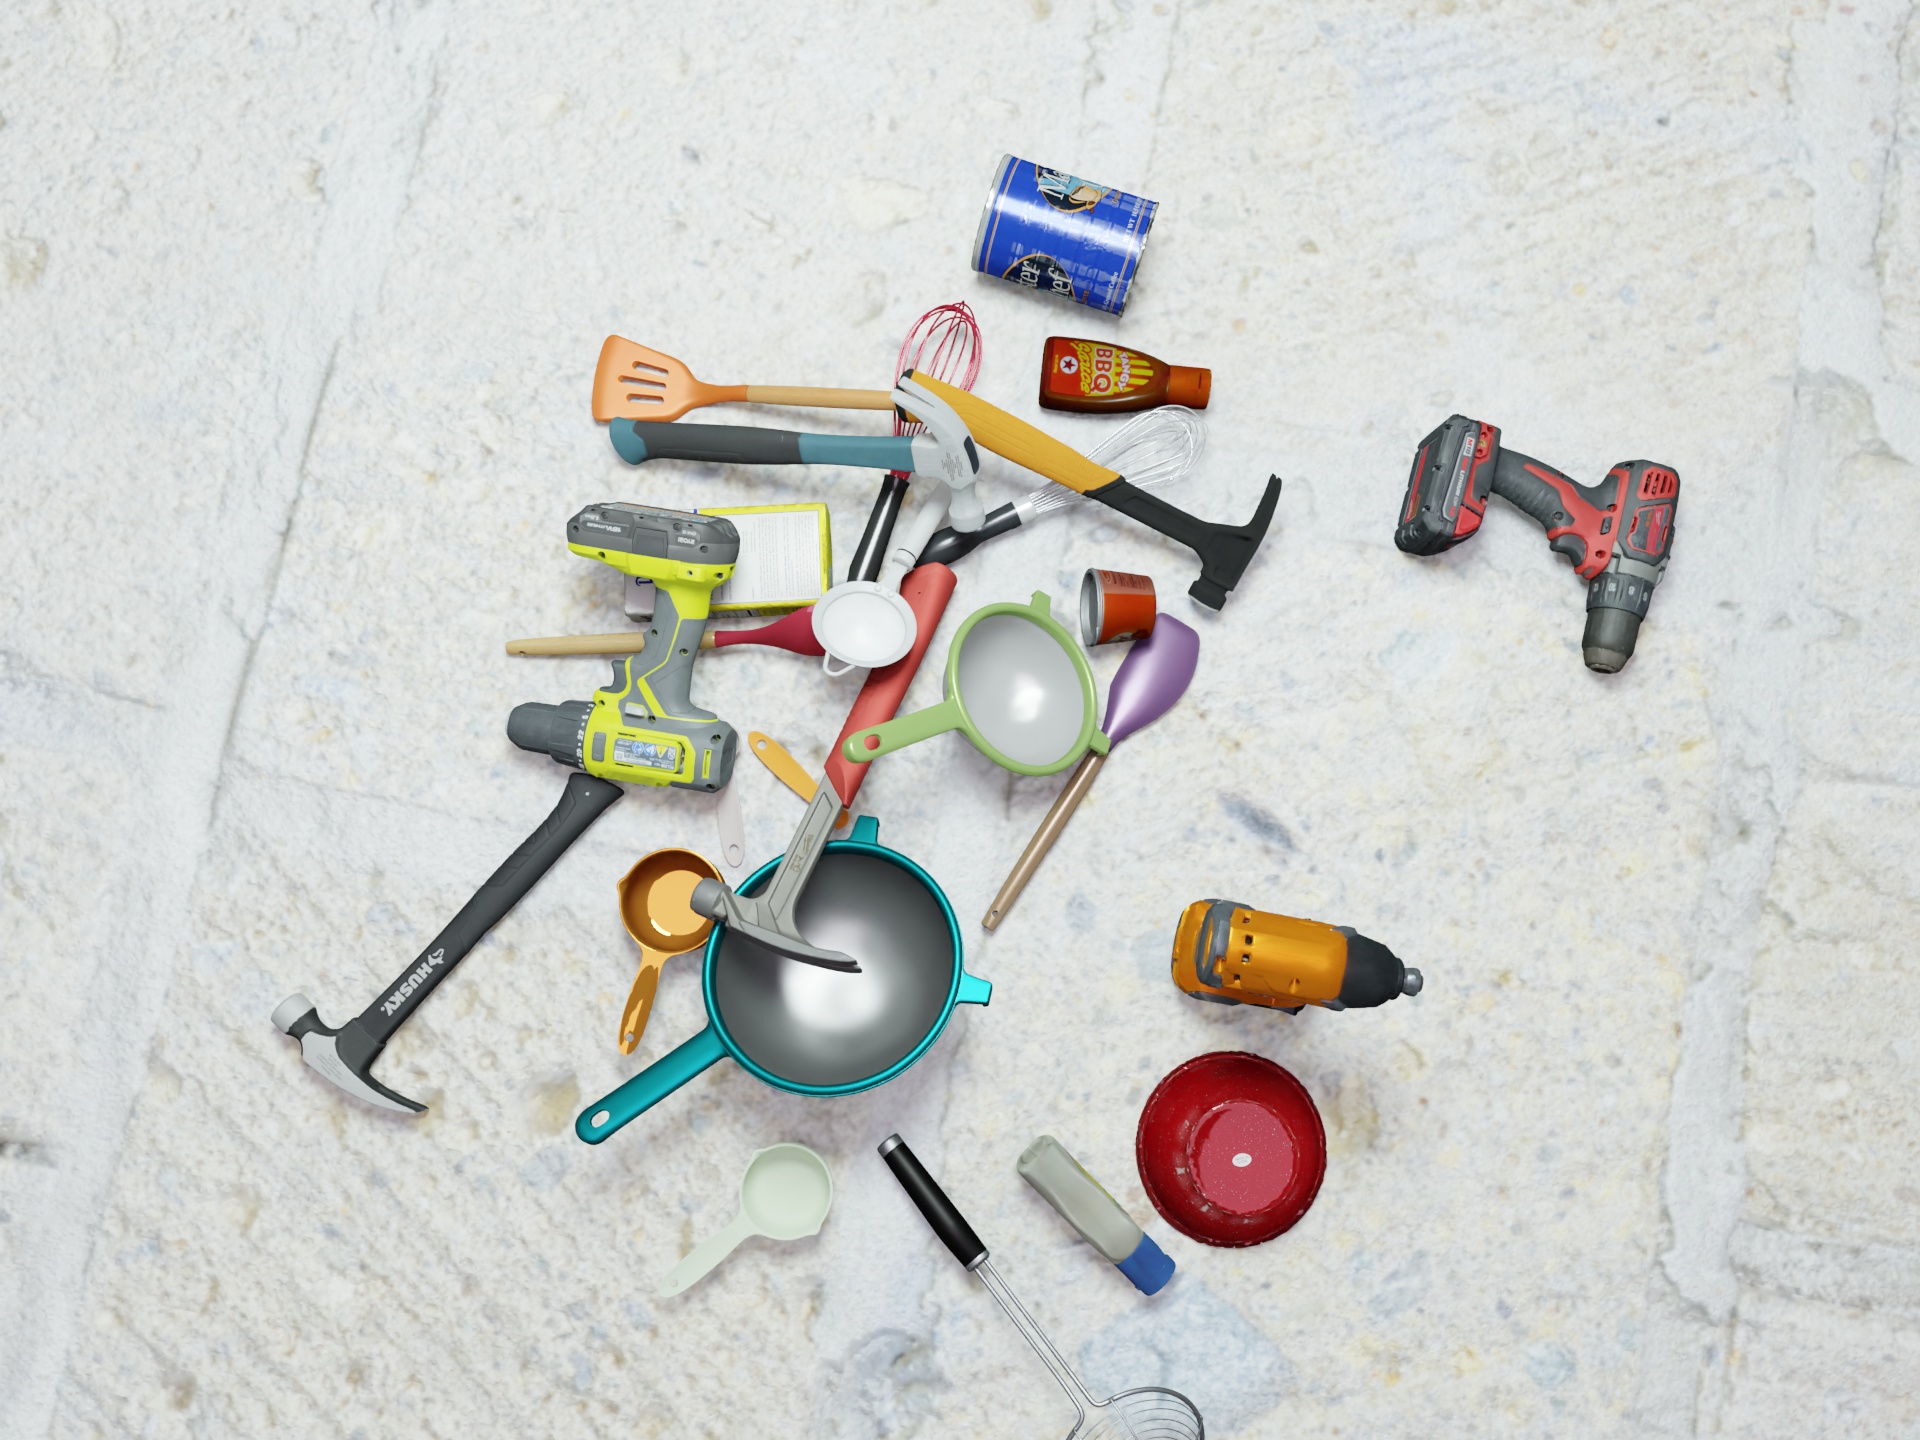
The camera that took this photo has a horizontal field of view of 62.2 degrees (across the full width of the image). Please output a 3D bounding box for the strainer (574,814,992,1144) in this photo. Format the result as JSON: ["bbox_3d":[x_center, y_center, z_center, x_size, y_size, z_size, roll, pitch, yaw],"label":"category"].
[{"bbox_3d":[-0.149,0.245,1.285,0.340,0.095,0.211,-33,64,-7],"label":"strainer"}]

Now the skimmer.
[{"bbox_3d":[0.055,0.489,1.297,0.127,0.090,0.363,-40,74,-3],"label":"skimmer"}]

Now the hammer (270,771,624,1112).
[{"bbox_3d":[-0.406,0.175,1.330,0.146,0.035,0.335,42,83,5],"label":"hammer"}]

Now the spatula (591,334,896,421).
[{"bbox_3d":[-0.164,-0.284,1.374,0.322,0.041,0.081,6,81,17],"label":"spatula"}]

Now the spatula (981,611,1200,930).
[{"bbox_3d":[0.110,0.046,1.365,0.060,0.018,0.316,33,82,8],"label":"spatula"}]

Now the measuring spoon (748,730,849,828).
[{"bbox_3d":[-0.139,0.051,1.366,0.117,0.011,0.021,43,84,8],"label":"measuring spoon"}]

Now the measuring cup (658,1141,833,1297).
[{"bbox_3d":[-0.176,0.412,1.300,0.167,0.038,0.083,-39,84,-4],"label":"measuring cup"}]

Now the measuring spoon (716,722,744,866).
[{"bbox_3d":[-0.198,0.063,1.362,0.034,0.018,0.124,-6,89,5],"label":"measuring spoon"}]

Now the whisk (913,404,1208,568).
[{"bbox_3d":[0.085,-0.197,1.382,0.284,0.070,0.070,-25,83,0],"label":"whisk"}]

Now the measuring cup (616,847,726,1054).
[{"bbox_3d":[-0.249,0.191,1.323,0.095,0.052,0.174,17,84,1],"label":"measuring cup"}]

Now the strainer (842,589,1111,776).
[{"bbox_3d":[-0.002,-0.004,1.307,0.256,0.069,0.151,-20,85,-36],"label":"strainer"}]

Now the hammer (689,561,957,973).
[{"bbox_3d":[-0.079,0.026,1.311,0.149,0.036,0.359,19,68,17],"label":"hammer"}]

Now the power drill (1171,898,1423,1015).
[{"bbox_3d":[0.254,0.188,1.242,0.164,0.226,0.084,11,82,0],"label":"power drill"}]

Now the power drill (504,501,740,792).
[{"bbox_3d":[-0.275,-0.060,1.313,0.190,0.080,0.228,9,102,6],"label":"power drill"}]

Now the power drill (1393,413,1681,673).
[{"bbox_3d":[0.499,-0.154,1.374,0.226,0.080,0.188,16,82,-2],"label":"power drill"}]

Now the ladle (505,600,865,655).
[{"bbox_3d":[-0.235,-0.070,1.363,0.315,0.069,0.031,-3,57,4],"label":"ladle"}]

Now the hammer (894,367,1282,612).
[{"bbox_3d":[0.102,-0.215,1.333,0.336,0.034,0.127,24,107,-10],"label":"hammer"}]

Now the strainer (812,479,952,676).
[{"bbox_3d":[-0.050,-0.128,1.341,0.087,0.050,0.258,27,64,5],"label":"strainer"}]

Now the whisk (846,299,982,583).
[{"bbox_3d":[-0.049,-0.228,1.382,0.073,0.073,0.296,20,87,2],"label":"whisk"}]

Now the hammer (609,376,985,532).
[{"bbox_3d":[-0.143,-0.228,1.337,0.331,0.128,0.033,6,42,18],"label":"hammer"}]
